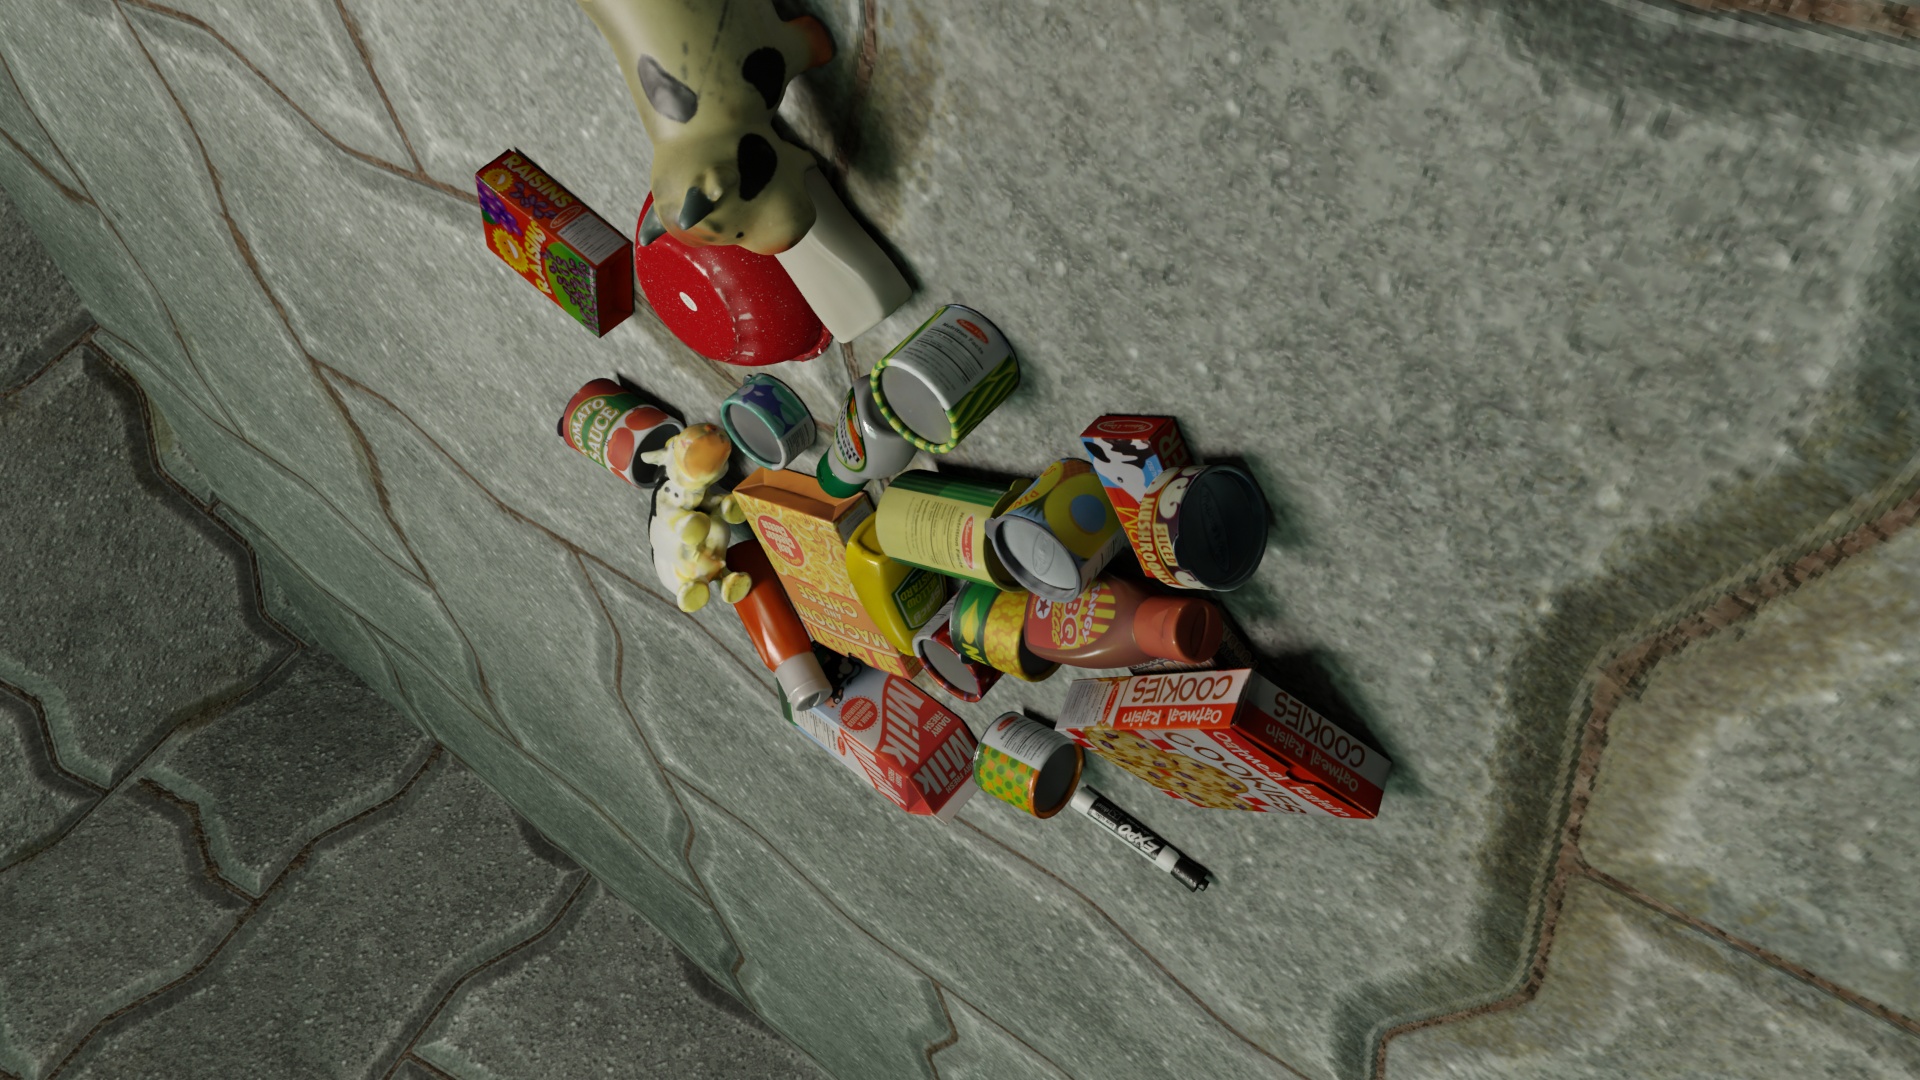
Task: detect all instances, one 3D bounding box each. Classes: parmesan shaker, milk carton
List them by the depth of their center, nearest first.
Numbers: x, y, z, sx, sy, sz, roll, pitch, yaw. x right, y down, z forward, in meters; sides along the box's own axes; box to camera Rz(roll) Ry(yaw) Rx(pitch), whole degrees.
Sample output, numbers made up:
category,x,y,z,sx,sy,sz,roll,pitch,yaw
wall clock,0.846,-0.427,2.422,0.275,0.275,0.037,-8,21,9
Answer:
category,x,y,z,sx,sy,sz,roll,pitch,yaw
parmesan shaker,0.003,-0.011,0.887,0.103,0.071,0.071,13,138,46
milk carton,-0.064,0.165,1.198,0.191,0.072,0.073,34,150,21

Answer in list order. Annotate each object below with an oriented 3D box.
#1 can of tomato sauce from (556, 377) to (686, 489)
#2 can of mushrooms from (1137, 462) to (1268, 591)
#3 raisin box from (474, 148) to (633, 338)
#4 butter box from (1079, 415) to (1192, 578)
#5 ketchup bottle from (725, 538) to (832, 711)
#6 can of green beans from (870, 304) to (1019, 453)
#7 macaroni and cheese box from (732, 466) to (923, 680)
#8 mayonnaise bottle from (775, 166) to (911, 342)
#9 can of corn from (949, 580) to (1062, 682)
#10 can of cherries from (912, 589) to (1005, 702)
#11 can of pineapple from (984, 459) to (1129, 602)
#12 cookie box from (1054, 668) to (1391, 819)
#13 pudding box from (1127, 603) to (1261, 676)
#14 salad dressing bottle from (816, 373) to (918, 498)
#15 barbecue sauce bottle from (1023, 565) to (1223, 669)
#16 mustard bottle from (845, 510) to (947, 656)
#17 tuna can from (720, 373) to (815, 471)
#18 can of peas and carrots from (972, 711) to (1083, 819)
category,x,y,z,sx,sy,sz,roll,pitch,yaw
can of tomato sauce,-0.279,-0.088,1.152,0.083,0.071,0.070,30,148,25
can of mushrooms,0.125,-0.006,0.724,0.033,0.071,0.071,2,130,54
raisin box,-0.302,-0.221,1.039,0.123,0.040,0.085,38,152,10
butter box,0.110,-0.022,0.772,0.053,0.024,0.103,7,134,49
ketchup bottle,-0.158,0.074,1.179,0.149,0.044,0.064,59,155,21
can of green beans,-0.009,-0.092,0.801,0.071,0.058,0.071,32,149,22
macaroni and cheese box,-0.098,0.026,1.092,0.124,0.040,0.165,17,141,43
mayonnaise bottle,-0.092,-0.187,0.806,0.148,0.041,0.064,53,149,-12
can of corn,0.035,0.058,0.928,0.058,0.071,0.071,19,142,38
can of cherries,0.010,0.075,0.996,0.071,0.058,0.071,33,149,23
can of pineapple,0.060,-0.007,0.822,0.071,0.058,0.070,32,149,23
cookie box,0.156,0.125,0.847,0.123,0.040,0.167,32,158,-24
pudding box,0.136,0.067,0.849,0.049,0.030,0.083,54,150,-15
salad dressing bottle,-0.063,-0.064,0.918,0.147,0.044,0.064,140,119,-67
barbecue sauce bottle,0.095,0.047,0.827,0.044,0.065,0.148,17,173,-29
mustard bottle,-0.039,0.042,1.017,0.049,0.065,0.159,33,156,31
tuna can,-0.142,-0.087,1.011,0.071,0.033,0.070,32,149,22
can of peas and carrots,0.052,0.173,1.061,0.059,0.071,0.070,20,143,37
